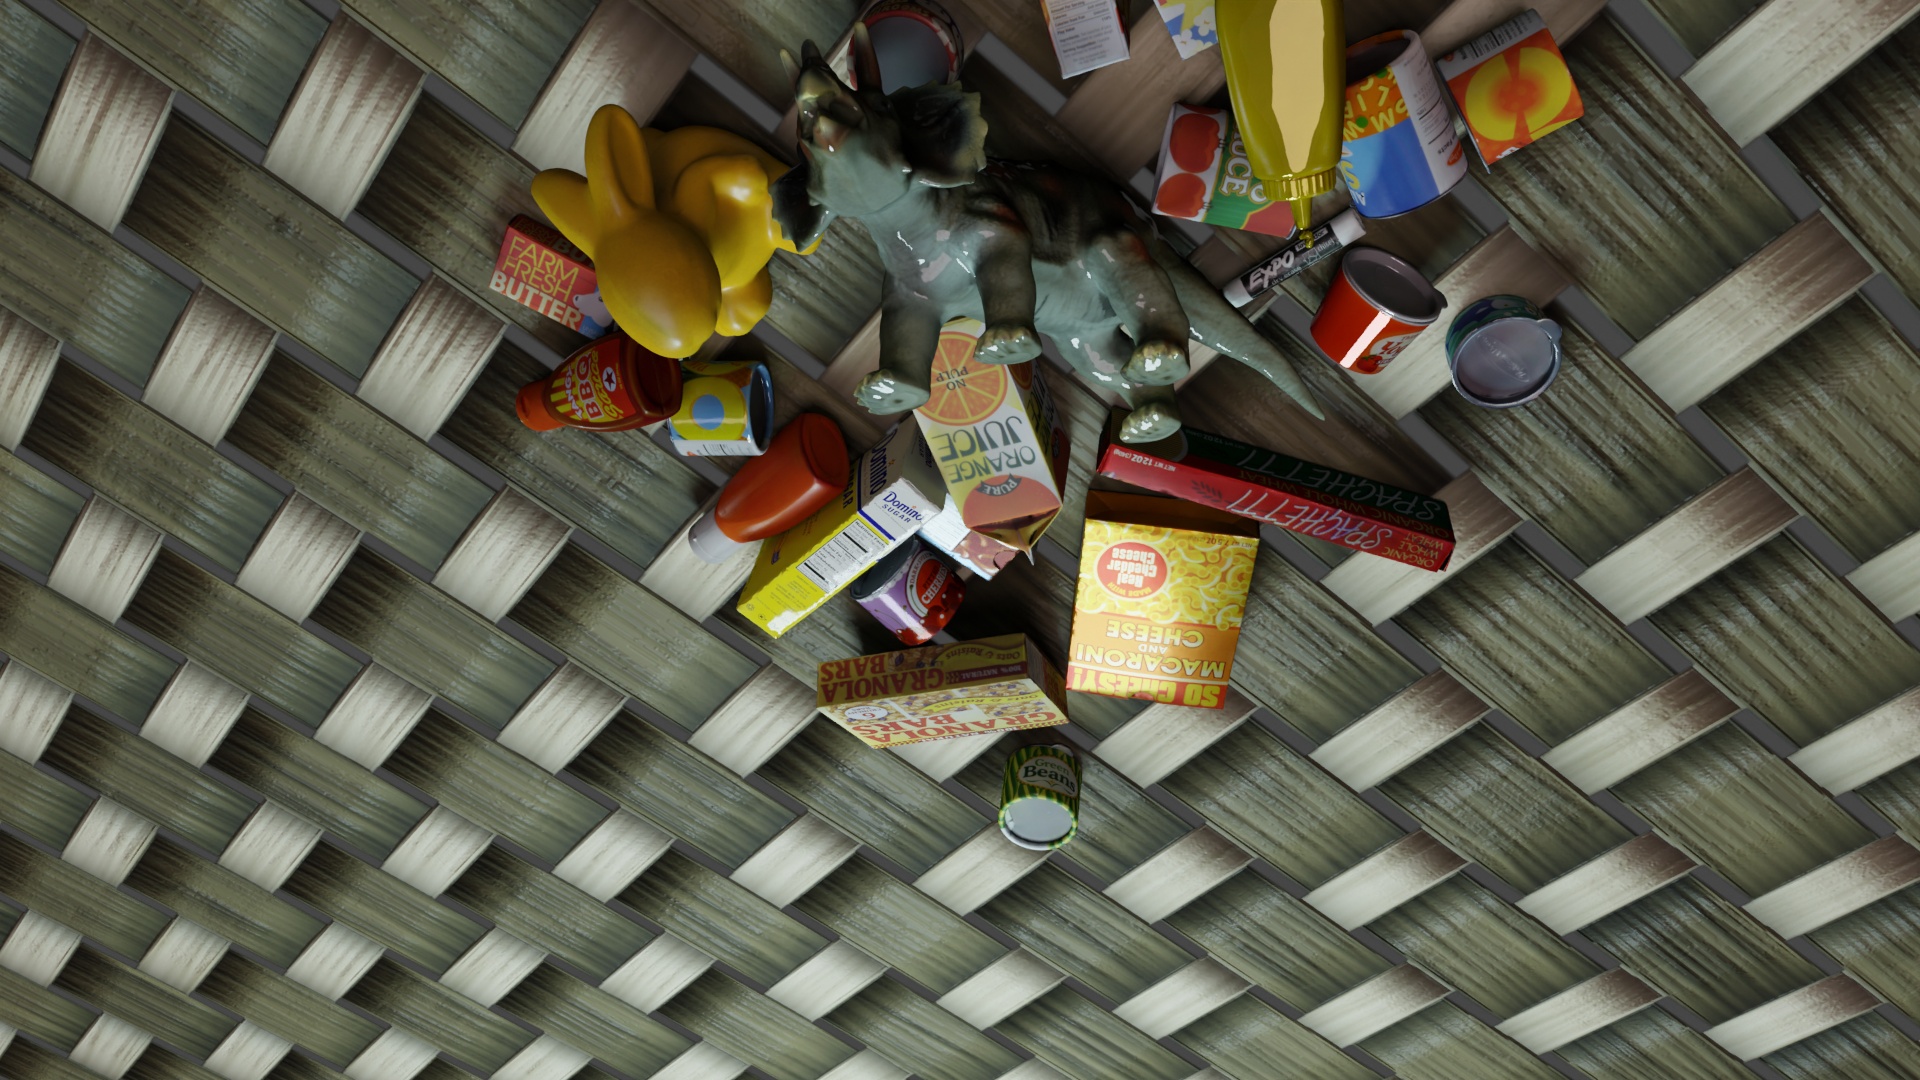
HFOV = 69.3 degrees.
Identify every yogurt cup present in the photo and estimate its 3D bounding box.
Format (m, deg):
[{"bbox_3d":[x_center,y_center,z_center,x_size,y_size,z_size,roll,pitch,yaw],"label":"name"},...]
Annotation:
[{"bbox_3d":[0.254,-0.140,0.861,0.072,0.073,0.053,22,134,-8],"label":"yogurt cup"}]

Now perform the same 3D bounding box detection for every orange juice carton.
[{"bbox_3d":[0.022,-0.078,0.935,0.073,0.072,0.192,-13,122,18],"label":"orange juice carton"}]

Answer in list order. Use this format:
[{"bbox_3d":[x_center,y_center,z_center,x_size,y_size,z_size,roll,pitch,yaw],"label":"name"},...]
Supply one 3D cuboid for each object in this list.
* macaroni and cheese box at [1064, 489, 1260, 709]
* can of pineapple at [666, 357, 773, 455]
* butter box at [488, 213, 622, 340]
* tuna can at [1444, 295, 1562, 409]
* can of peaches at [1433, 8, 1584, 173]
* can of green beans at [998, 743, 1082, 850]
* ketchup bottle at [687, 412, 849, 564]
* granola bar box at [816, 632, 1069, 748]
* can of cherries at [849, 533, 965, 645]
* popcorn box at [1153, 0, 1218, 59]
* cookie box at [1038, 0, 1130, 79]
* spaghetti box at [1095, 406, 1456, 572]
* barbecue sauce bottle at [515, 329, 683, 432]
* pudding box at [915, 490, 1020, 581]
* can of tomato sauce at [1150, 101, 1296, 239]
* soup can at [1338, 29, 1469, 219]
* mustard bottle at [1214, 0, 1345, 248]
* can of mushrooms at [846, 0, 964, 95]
[{"bbox_3d":[0.145,0.047,1.027,0.124,0.040,0.165,7,126,5],"label":"macaroni and cheese box"},{"bbox_3d":[-0.165,-0.093,0.957,0.058,0.071,0.070,0,126,8],"label":"can of pineapple"},{"bbox_3d":[-0.262,-0.173,0.939,0.103,0.024,0.053,27,126,-11],"label":"butter box"},{"bbox_3d":[0.345,-0.121,0.879,0.071,0.033,0.070,4,126,6],"label":"tuna can"},{"bbox_3d":[0.306,-0.249,0.772,0.058,0.071,0.071,-27,118,24],"label":"can of peaches"},{"bbox_3d":[0.066,0.212,1.147,0.071,0.058,0.071,4,126,6],"label":"can of green beans"},{"bbox_3d":[-0.142,-0.031,1.003,0.043,0.065,0.148,15,143,-43],"label":"ketchup bottle"},{"bbox_3d":[-0.011,0.117,1.069,0.165,0.039,0.124,-10,155,15],"label":"granola bar box"},{"bbox_3d":[-0.037,0.035,1.028,0.071,0.072,0.058,-34,115,28],"label":"can of cherries"},{"bbox_3d":[0.158,-0.331,0.752,0.126,0.038,0.085,-22,120,23],"label":"popcorn box"},{"bbox_3d":[0.049,-0.339,0.709,0.040,0.123,0.166,-12,123,16],"label":"cookie box"},{"bbox_3d":[0.217,-0.035,0.951,0.250,0.050,0.028,16,128,-3],"label":"spaghetti box"},{"bbox_3d":[-0.249,-0.103,0.946,0.148,0.044,0.065,-7,95,43],"label":"barbecue sauce bottle"},{"bbox_3d":[0.004,-0.013,1.011,0.083,0.030,0.049,33,123,-15],"label":"pudding box"},{"bbox_3d":[0.159,-0.218,0.815,0.083,0.071,0.070,11,127,1],"label":"can of tomato sauce"},{"bbox_3d":[0.241,-0.236,0.792,0.071,0.072,0.083,-22,119,22],"label":"soup can"},{"bbox_3d":[0.176,-0.236,0.747,0.065,0.049,0.159,-2,114,22],"label":"mustard bottle"},{"bbox_3d":[-0.033,-0.286,0.817,0.071,0.034,0.070,5,127,6],"label":"can of mushrooms"}]
